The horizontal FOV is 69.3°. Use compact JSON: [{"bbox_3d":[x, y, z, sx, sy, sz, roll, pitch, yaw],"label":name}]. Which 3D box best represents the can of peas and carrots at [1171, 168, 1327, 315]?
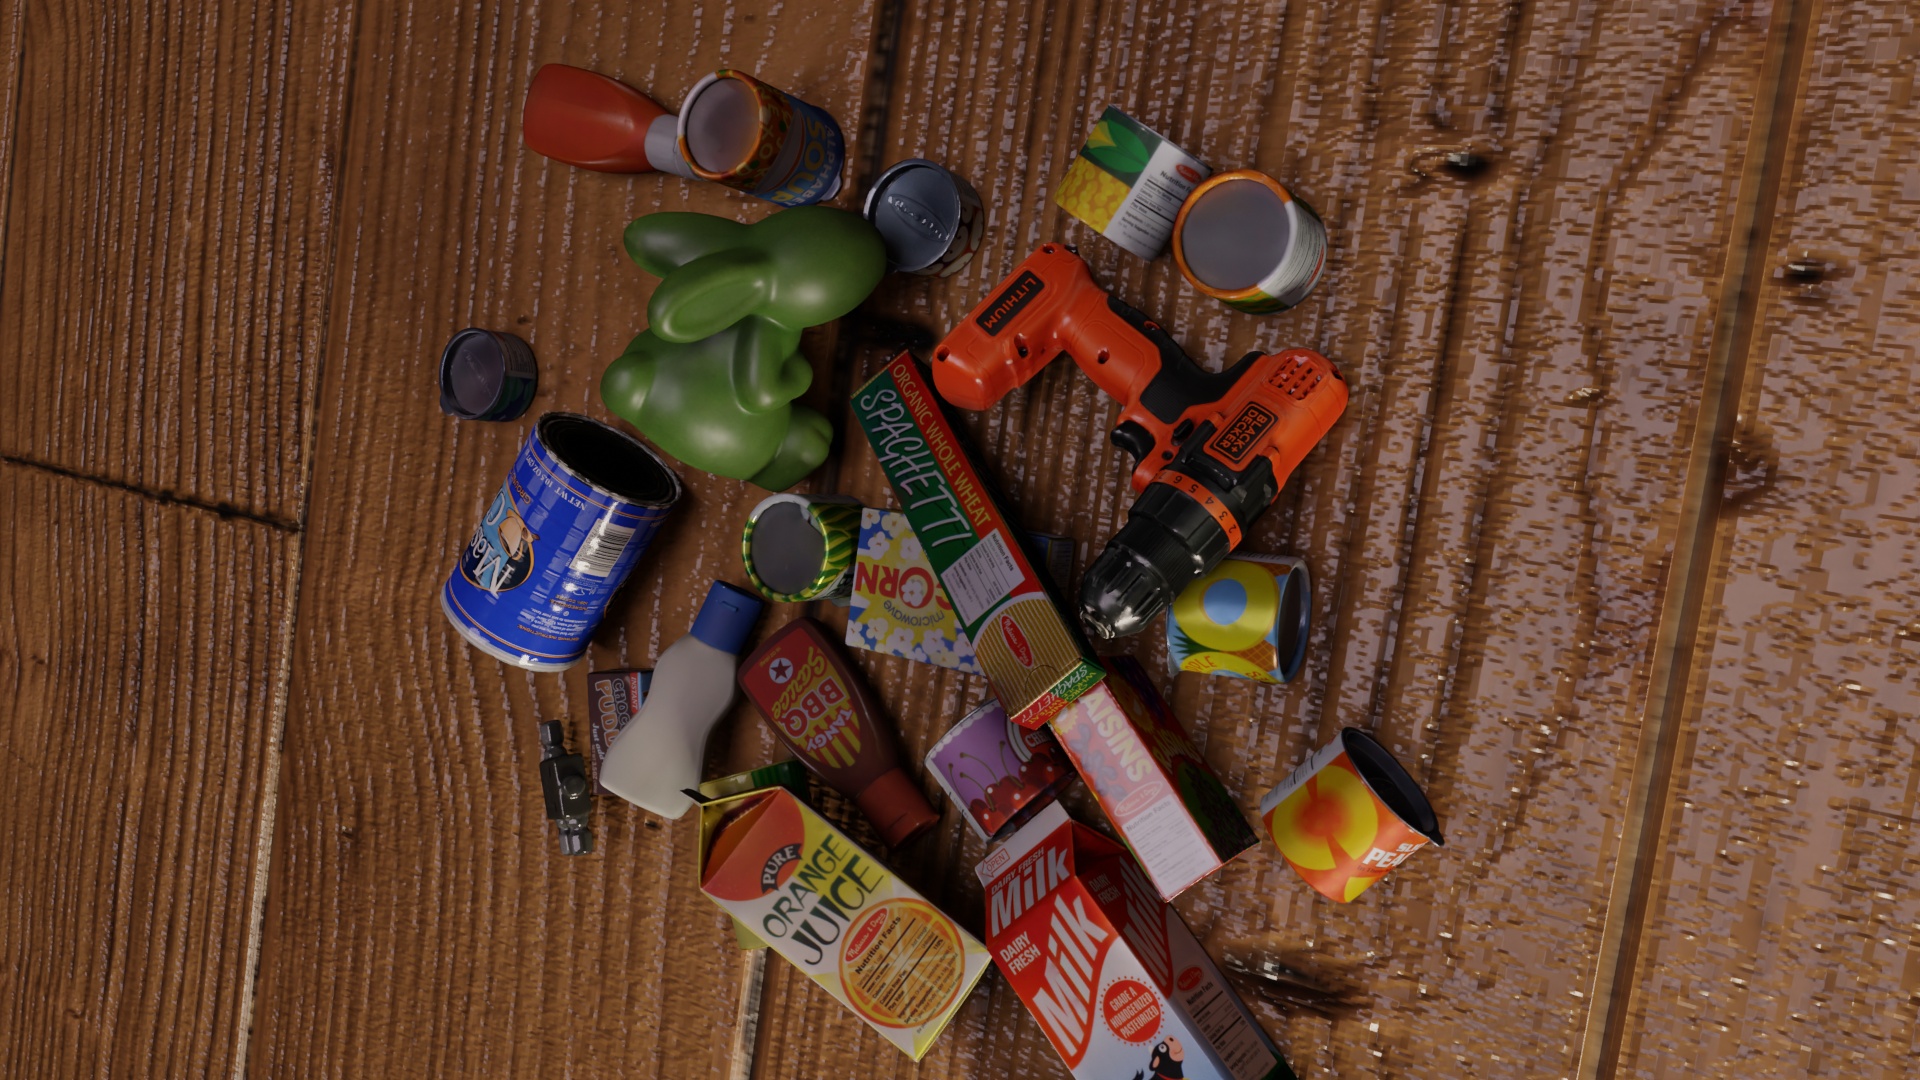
[{"bbox_3d":[0.147,-0.153,0.716,0.071,0.059,0.071,0,90,28],"label":"can of peas and carrots"}]

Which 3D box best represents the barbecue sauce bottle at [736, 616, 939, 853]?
[{"bbox_3d":[-0.071,0.119,0.841,0.065,0.043,0.149,-42,71,5],"label":"barbecue sauce bottle"}]

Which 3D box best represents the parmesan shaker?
[{"bbox_3d":[-0.118,0.192,0.857,0.071,0.071,0.103,-19,82,27],"label":"parmesan shaker"}]

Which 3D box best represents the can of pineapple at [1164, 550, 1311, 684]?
[{"bbox_3d":[0.143,0.040,0.713,0.058,0.071,0.071,6,93,28],"label":"can of pineapple"}]

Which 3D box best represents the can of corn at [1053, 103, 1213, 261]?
[{"bbox_3d":[0.090,-0.192,0.744,0.071,0.071,0.058,40,108,23],"label":"can of corn"}]

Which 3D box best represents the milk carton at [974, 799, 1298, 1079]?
[{"bbox_3d":[0.084,0.235,0.741,0.072,0.073,0.191,-44,70,22],"label":"milk carton"}]

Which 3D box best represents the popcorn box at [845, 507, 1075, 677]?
[{"bbox_3d":[-0.001,0.031,0.808,0.127,0.038,0.085,10,95,28],"label":"popcorn box"}]

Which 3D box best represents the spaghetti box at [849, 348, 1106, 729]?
[{"bbox_3d":[0.003,-0.010,0.759,0.050,0.028,0.251,-39,50,14],"label":"spaghetti box"}]

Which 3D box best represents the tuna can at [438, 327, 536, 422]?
[{"bbox_3d":[-0.340,-0.116,0.996,0.071,0.033,0.071,0,90,29],"label":"tuna can"}]

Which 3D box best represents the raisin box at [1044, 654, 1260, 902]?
[{"bbox_3d":[0.097,0.120,0.726,0.040,0.086,0.123,-39,72,18],"label":"raisin box"}]

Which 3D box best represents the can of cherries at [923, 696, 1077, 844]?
[{"bbox_3d":[0.025,0.126,0.778,0.071,0.071,0.058,-47,70,21],"label":"can of cherries"}]

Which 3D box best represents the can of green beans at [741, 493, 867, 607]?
[{"bbox_3d":[-0.090,0.004,0.845,0.071,0.058,0.071,0,90,29],"label":"can of green beans"}]

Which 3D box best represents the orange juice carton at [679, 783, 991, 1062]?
[{"bbox_3d":[-0.080,0.199,0.784,0.193,0.071,0.073,37,80,2],"label":"orange juice carton"}]

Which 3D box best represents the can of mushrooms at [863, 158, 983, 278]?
[{"bbox_3d":[-0.023,-0.188,0.823,0.071,0.033,0.071,0,90,28],"label":"can of mushrooms"}]

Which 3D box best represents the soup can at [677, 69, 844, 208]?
[{"bbox_3d":[-0.119,-0.242,0.847,0.071,0.084,0.071,0,91,28],"label":"soup can"}]

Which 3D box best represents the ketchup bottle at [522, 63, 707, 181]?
[{"bbox_3d":[-0.225,-0.274,0.928,0.149,0.043,0.064,22,101,27],"label":"ketchup bottle"}]

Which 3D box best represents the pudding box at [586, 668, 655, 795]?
[{"bbox_3d":[-0.221,0.129,0.932,0.049,0.030,0.083,-4,88,28],"label":"pudding box"}]

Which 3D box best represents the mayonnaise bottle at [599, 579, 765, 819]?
[{"bbox_3d":[-0.172,0.099,0.886,0.065,0.041,0.148,26,90,1],"label":"mayonnaise bottle"}]

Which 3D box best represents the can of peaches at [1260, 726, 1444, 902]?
[{"bbox_3d":[0.193,0.137,0.685,0.058,0.071,0.071,-46,70,22],"label":"can of peaches"}]
